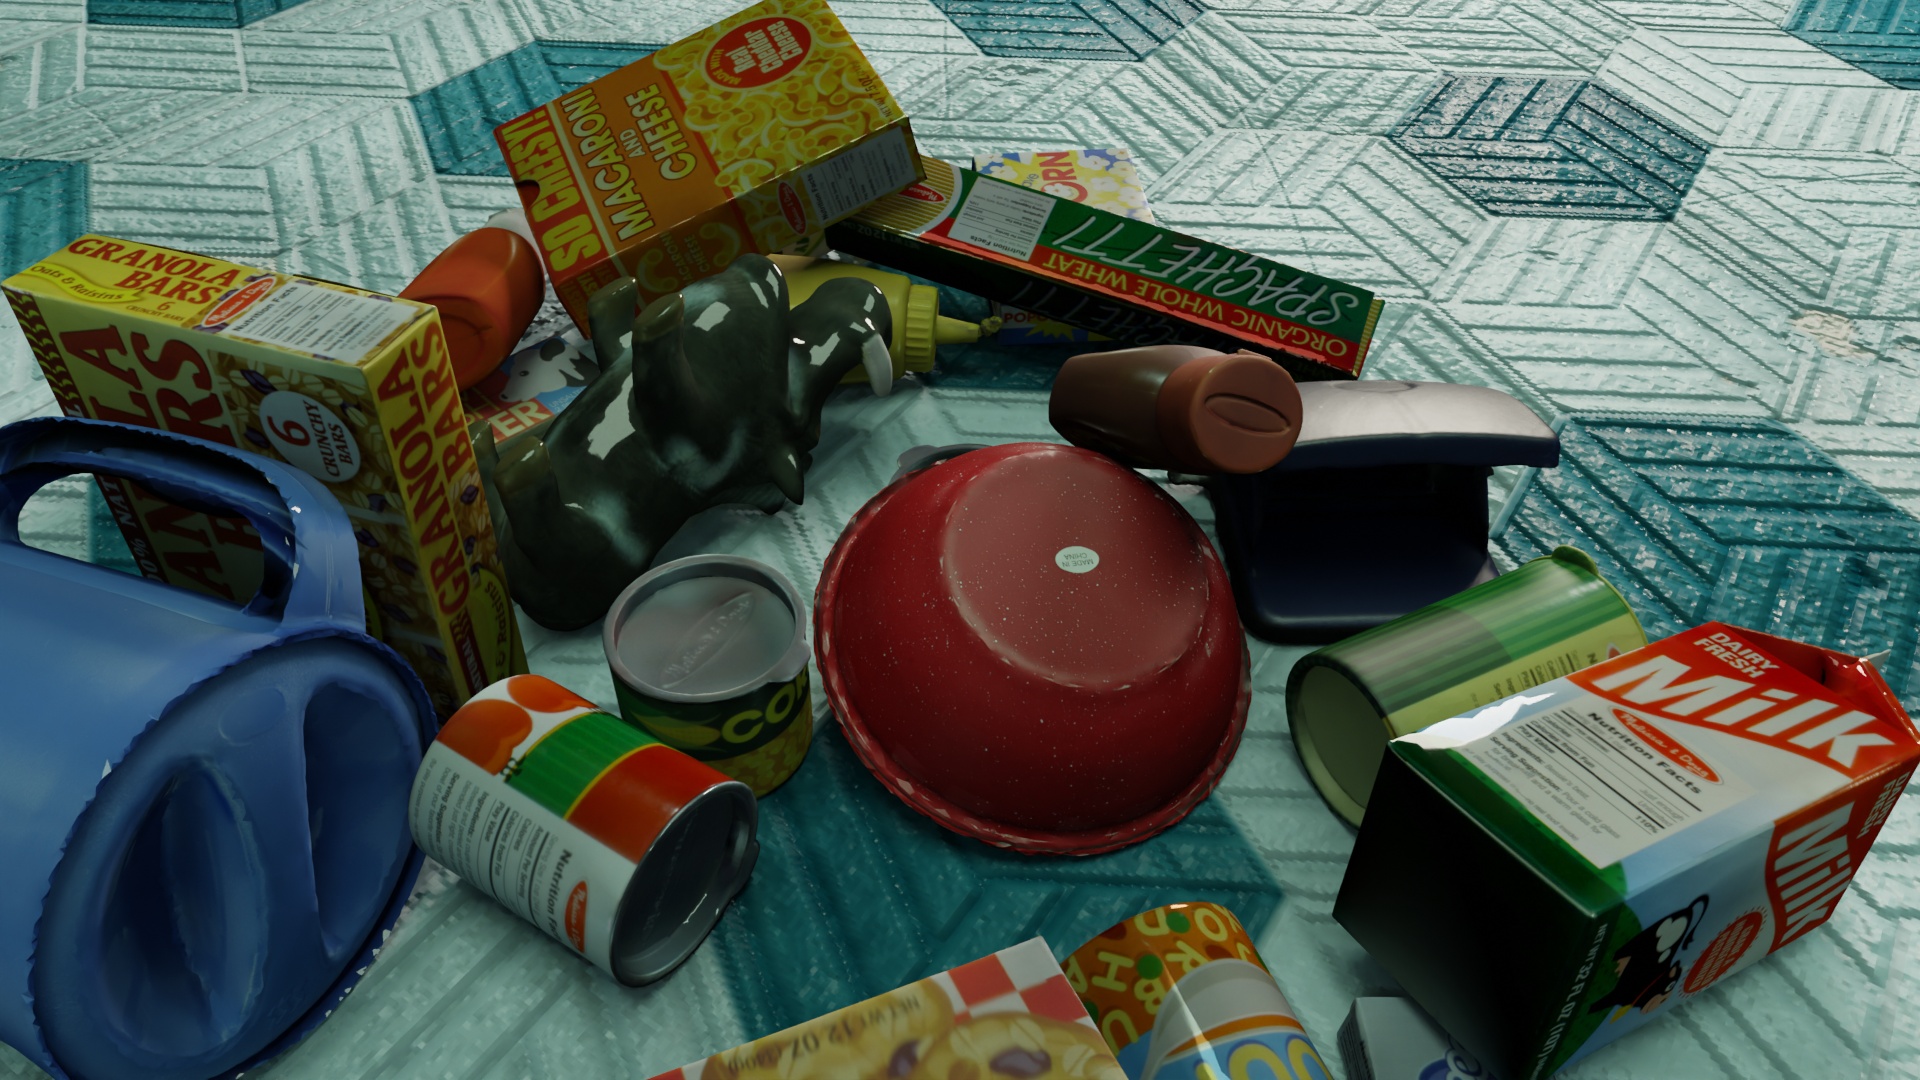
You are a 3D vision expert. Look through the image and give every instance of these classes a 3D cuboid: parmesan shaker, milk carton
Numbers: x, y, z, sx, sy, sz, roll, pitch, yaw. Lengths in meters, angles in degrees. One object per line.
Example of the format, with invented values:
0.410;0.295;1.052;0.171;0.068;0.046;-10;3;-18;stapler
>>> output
0.170;0.050;0.471;0.103;0.071;0.071;-18;47;-19;parmesan shaker
0.214;0.083;0.420;0.191;0.072;0.073;-14;36;-27;milk carton

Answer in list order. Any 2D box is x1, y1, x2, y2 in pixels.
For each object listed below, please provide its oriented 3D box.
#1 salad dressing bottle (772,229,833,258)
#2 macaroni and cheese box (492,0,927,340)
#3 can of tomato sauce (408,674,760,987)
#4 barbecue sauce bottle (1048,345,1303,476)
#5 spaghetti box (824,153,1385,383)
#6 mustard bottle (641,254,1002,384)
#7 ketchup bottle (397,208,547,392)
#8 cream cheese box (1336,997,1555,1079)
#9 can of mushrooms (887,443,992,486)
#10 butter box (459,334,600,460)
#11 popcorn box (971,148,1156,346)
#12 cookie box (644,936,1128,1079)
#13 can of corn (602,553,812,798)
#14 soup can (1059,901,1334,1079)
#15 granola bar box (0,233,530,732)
-0.079;-0.163;0.696;0.148;0.064;0.044;-14;29;-23;salad dressing bottle
-0.117;-0.176;0.628;0.166;0.040;0.124;-27;54;-5;macaroni and cheese box
-0.114;0.086;0.429;0.083;0.070;0.071;23;48;22;can of tomato sauce
0.076;-0.045;0.489;0.065;0.043;0.148;17;3;-10;barbecue sauce bottle
0.061;-0.122;0.626;0.250;0.028;0.050;19;61;9;spaghetti box
-0.061;-0.099;0.635;0.160;0.048;0.066;4;41;2;mustard bottle
-0.217;-0.113;0.628;0.065;0.043;0.149;-18;28;9;ketchup bottle
0.139;0.175;0.372;0.053;0.024;0.104;0;43;0;cream cheese box
0.002;-0.007;0.552;0.071;0.033;0.071;1;44;-1;can of mushrooms
-0.200;-0.050;0.597;0.104;0.024;0.053;-34;53;-31;butter box
0.053;-0.150;0.700;0.085;0.038;0.127;-4;44;-4;popcorn box
-0.001;0.174;0.283;0.123;0.040;0.168;-13;38;-21;cookie box
-0.082;0.049;0.473;0.071;0.058;0.071;1;43;-1;can of corn
0.066;0.147;0.366;0.071;0.071;0.084;-14;46;-16;soup can
-0.217;-0.011;0.456;0.124;0.164;0.039;13;43;12;granola bar box
